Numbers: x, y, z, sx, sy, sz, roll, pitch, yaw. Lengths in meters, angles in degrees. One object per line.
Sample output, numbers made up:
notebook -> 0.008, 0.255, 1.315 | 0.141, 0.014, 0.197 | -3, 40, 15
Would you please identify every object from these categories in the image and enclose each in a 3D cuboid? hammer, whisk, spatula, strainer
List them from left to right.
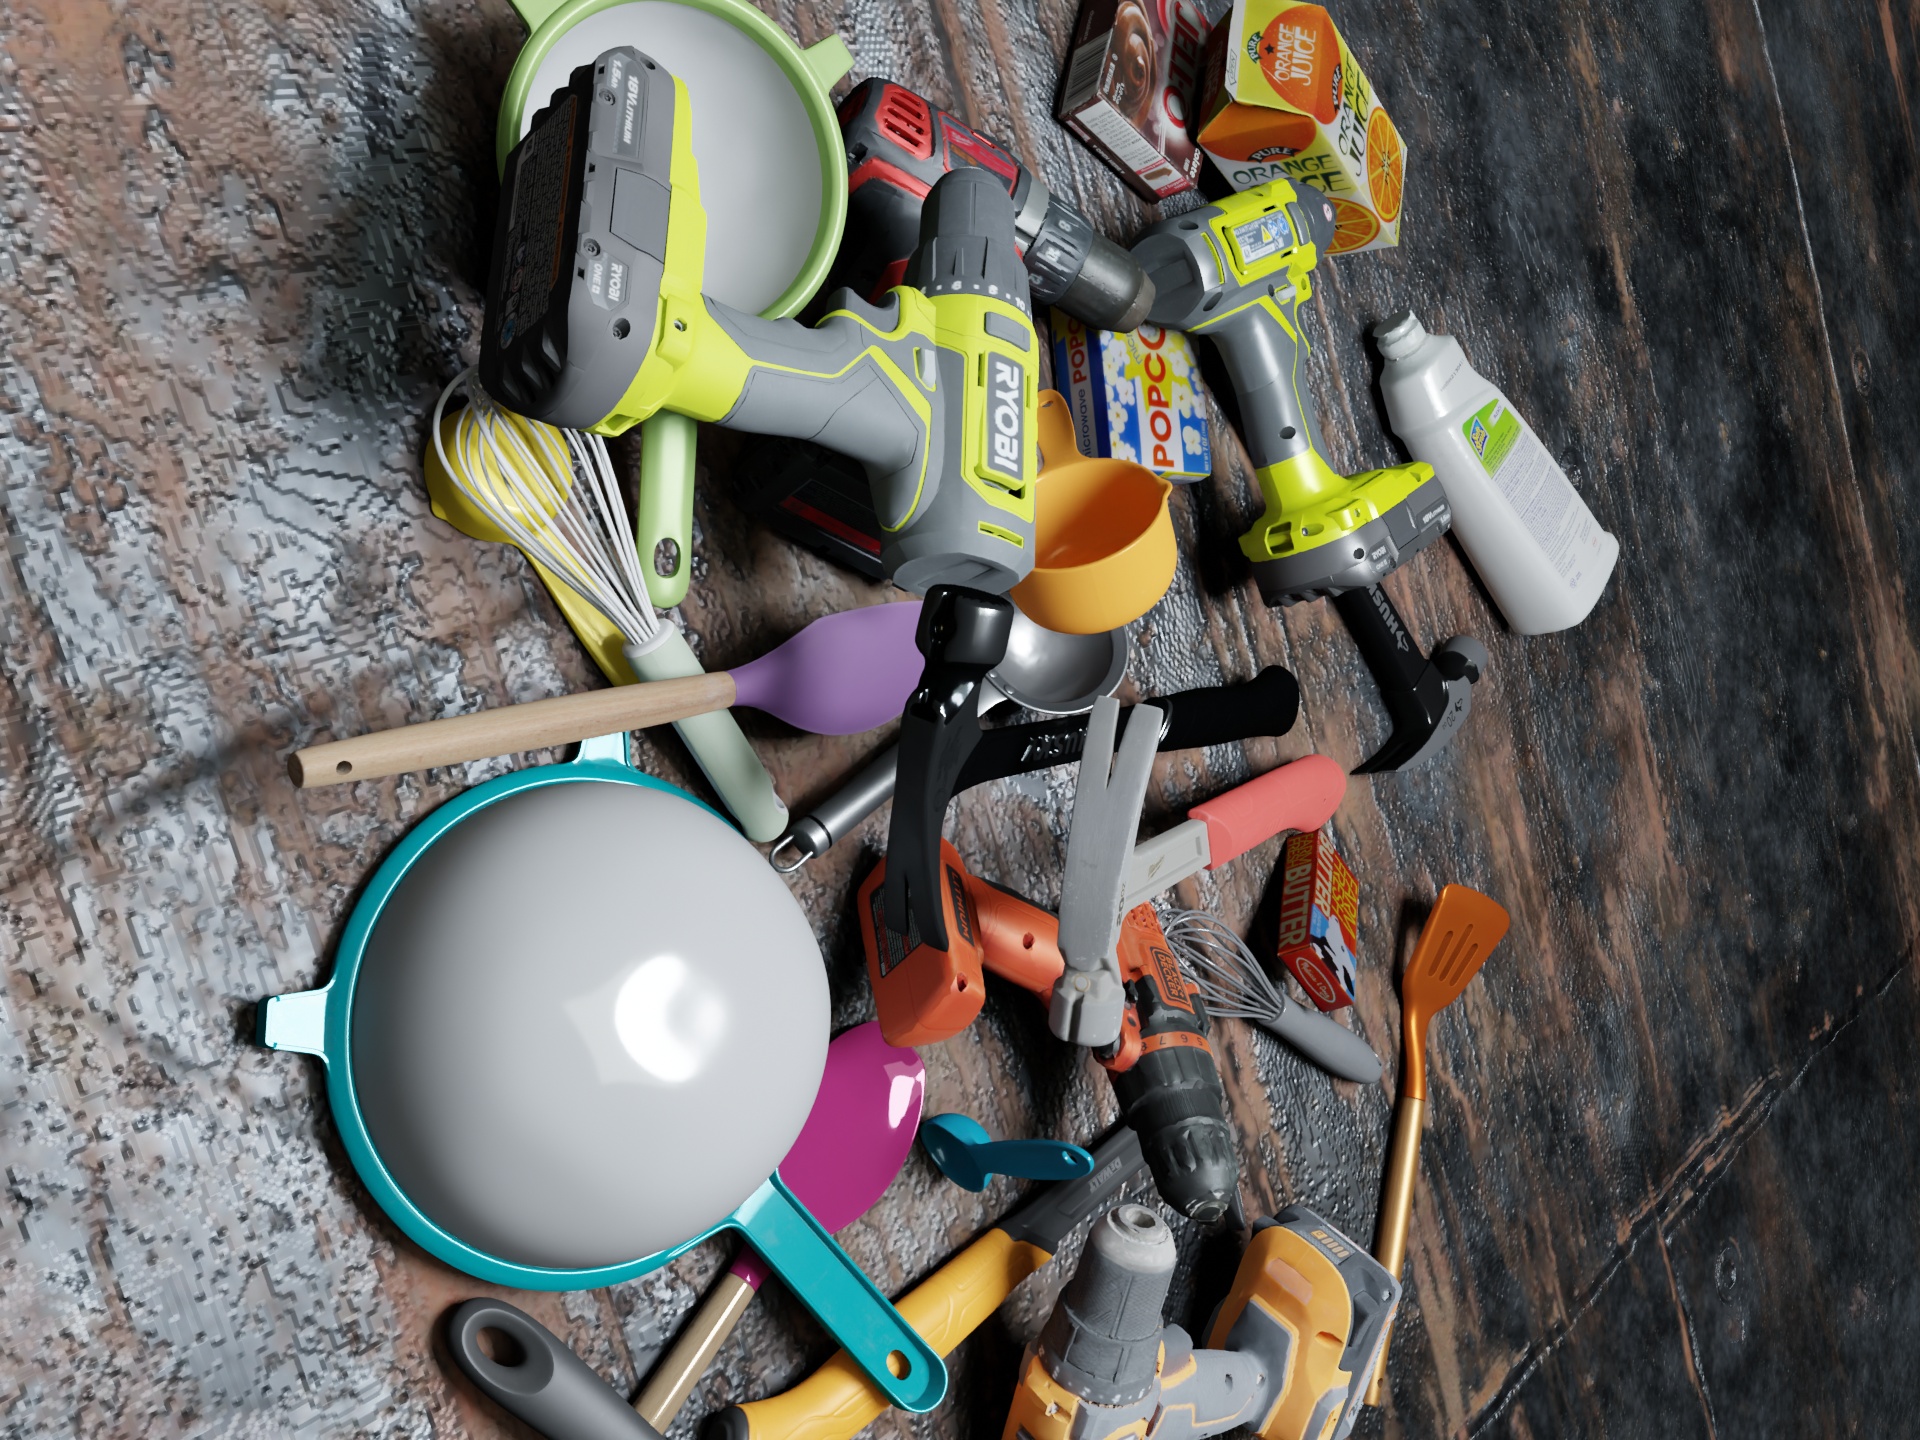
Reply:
whisk -> -0.134, -0.040, 0.655 | 0.059, 0.058, 0.246 | -28, 122, 0
strainer -> -0.132, -0.179, 0.686 | 0.151, 0.069, 0.256 | -1, 100, -30
spatula -> -0.114, -0.007, 0.639 | 0.316, 0.018, 0.059 | -13, 115, -47
strainer -> -0.091, 0.165, 0.635 | 0.340, 0.095, 0.211 | 53, 54, -15
whisk -> -0.086, 0.325, 0.632 | 0.295, 0.073, 0.073 | 42, 59, -8
strainer -> -0.001, -0.003, 0.783 | 0.087, 0.050, 0.258 | 46, 57, 9
hammer -> 0.018, 0.274, 0.775 | 0.337, 0.034, 0.127 | -26, 101, -39
hammer -> 0.086, 0.009, 0.786 | 0.408, 0.036, 0.149 | -7, 113, -58
hammer -> 0.137, 0.046, 0.814 | 0.359, 0.037, 0.149 | -13, 114, -61
whisk -> 0.182, 0.168, 0.920 | 0.238, 0.055, 0.055 | 34, 64, -37
hammer -> 0.229, -0.115, 1.000 | 0.146, 0.035, 0.334 | -50, 116, -33
spatula -> 0.290, 0.264, 1.004 | 0.081, 0.041, 0.323 | 26, 69, -36

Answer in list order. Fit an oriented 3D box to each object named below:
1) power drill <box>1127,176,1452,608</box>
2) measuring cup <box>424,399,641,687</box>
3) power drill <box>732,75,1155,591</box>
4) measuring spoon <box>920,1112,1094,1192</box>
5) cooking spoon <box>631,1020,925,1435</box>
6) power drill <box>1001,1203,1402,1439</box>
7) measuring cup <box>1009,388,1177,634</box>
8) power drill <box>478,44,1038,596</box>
power drill -> 0.194, -0.192, 0.906 | 0.171, 0.080, 0.223 | -32, 104, -41
measuring cup -> -0.161, -0.063, 0.663 | 0.062, 0.029, 0.156 | -45, 112, -34
power drill -> -0.001, -0.180, 0.770 | 0.187, 0.080, 0.227 | 25, 66, -24
measuring spoon -> 0.026, 0.195, 0.728 | 0.021, 0.128, 0.042 | -37, 99, -34
cooking spoon -> -0.109, 0.262, 0.678 | 0.068, 0.017, 0.319 | 49, 56, -19
power drill -> 0.121, 0.309, 0.796 | 0.226, 0.084, 0.185 | -1, 112, -39
measuring cup -> 0.059, -0.109, 0.816 | 0.174, 0.095, 0.052 | -98, 169, -51
power drill -> -0.060, -0.165, 0.628 | 0.228, 0.080, 0.191 | 15, 68, -37
